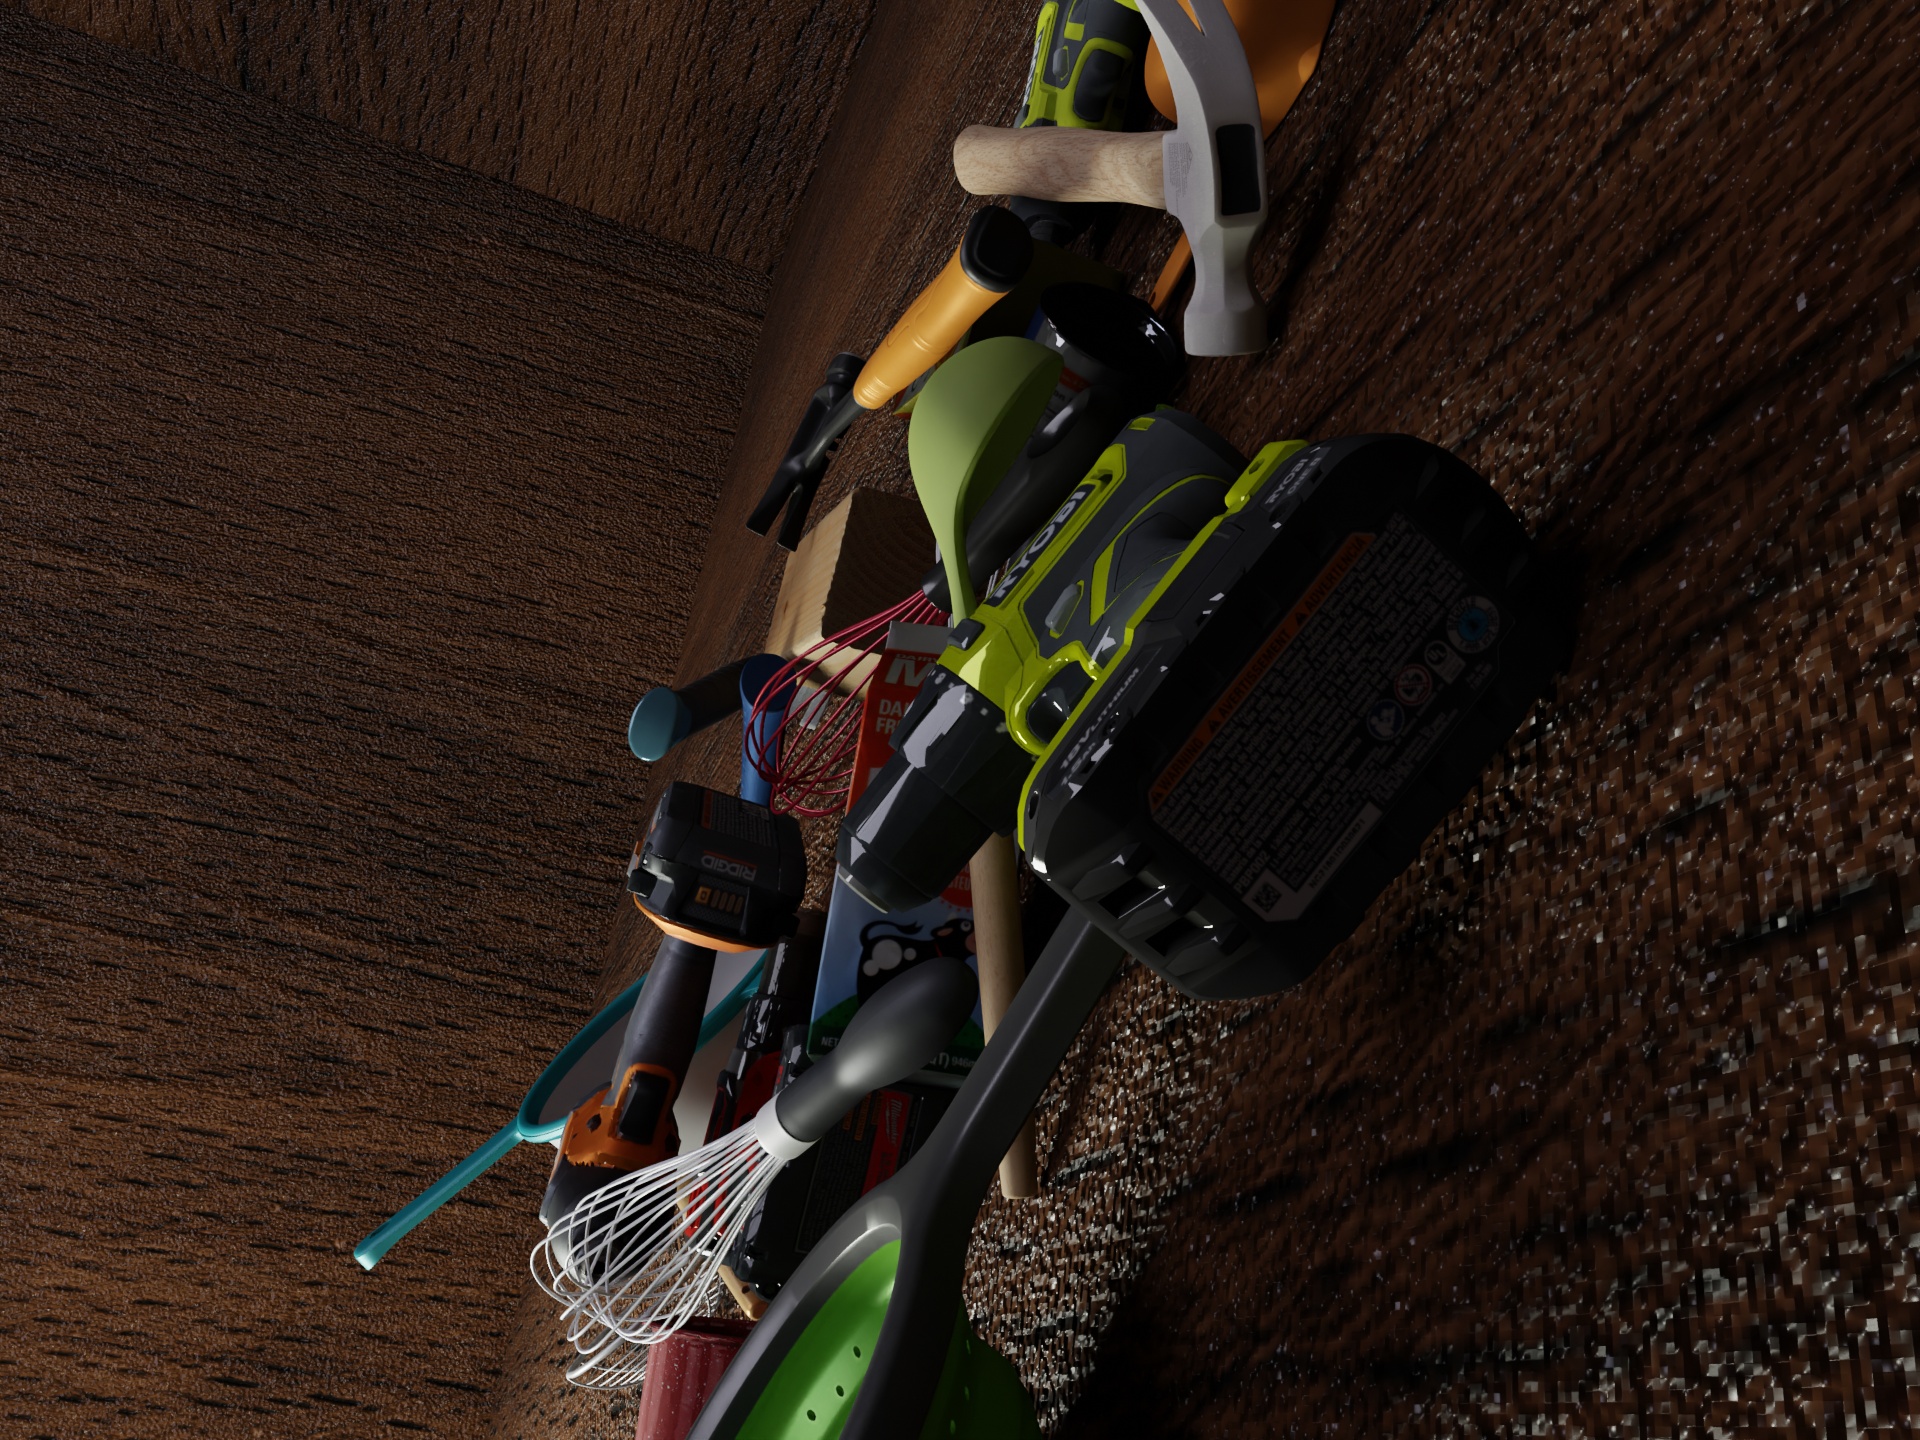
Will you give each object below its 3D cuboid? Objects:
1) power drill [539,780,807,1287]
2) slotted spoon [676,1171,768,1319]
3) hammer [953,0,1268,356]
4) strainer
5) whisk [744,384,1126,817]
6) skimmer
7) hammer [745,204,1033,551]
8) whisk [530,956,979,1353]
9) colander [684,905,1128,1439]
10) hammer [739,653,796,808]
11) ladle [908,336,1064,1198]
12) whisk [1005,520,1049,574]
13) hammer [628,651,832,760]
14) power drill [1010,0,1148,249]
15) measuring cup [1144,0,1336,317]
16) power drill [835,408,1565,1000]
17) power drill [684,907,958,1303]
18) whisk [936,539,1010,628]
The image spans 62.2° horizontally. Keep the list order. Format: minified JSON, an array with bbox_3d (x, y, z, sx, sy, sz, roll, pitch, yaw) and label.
[{"bbox_3d":[-0.145,0.156,0.776,0.164,0.084,0.226,-135,64,-79],"label":"power drill"},{"bbox_3d":[-0.191,0.288,1.035,0.314,0.070,0.031,33,151,55],"label":"slotted spoon"},{"bbox_3d":[0.053,-0.248,0.703,0.332,0.031,0.130,-129,31,-64],"label":"hammer"},{"bbox_3d":[-0.216,0.256,0.997,0.340,0.095,0.211,-38,12,-2],"label":"strainer"},{"bbox_3d":[-0.018,-0.047,0.723,0.295,0.073,0.073,-46,29,39],"label":"whisk"},{"bbox_3d":[-0.217,0.289,1.118,0.127,0.090,0.364,-43,36,26],"label":"skimmer"},{"bbox_3d":[-0.040,-0.178,0.827,0.127,0.034,0.337,-65,15,-13],"label":"hammer"},{"bbox_3d":[-0.082,0.166,0.601,0.284,0.070,0.070,-46,28,34],"label":"whisk"},{"bbox_3d":[0.013,0.181,0.484,0.397,0.094,0.204,-57,5,-8],"label":"colander"},{"bbox_3d":[-0.145,0.077,1.115,0.405,0.035,0.144,107,172,-57],"label":"hammer"},{"bbox_3d":[0.021,0.013,0.594,0.078,0.062,0.320,70,-165,-83],"label":"ladle"},{"bbox_3d":[0.018,-0.016,0.737,0.055,0.055,0.239,155,134,-71],"label":"whisk"},{"bbox_3d":[-0.141,-0.033,1.105,0.331,0.033,0.128,-39,-34,-69],"label":"hammer"},{"bbox_3d":[0.082,-0.349,0.799,0.223,0.080,0.171,135,149,-69],"label":"power drill"},{"bbox_3d":[0.096,-0.253,0.675,0.095,0.052,0.173,-99,31,-59],"label":"measuring cup"},{"bbox_3d":[0.046,-0.004,0.459,0.190,0.080,0.229,-51,15,-2],"label":"power drill"},{"bbox_3d":[-0.073,0.183,0.773,0.226,0.080,0.188,156,129,-70],"label":"power drill"},{"bbox_3d":[-0.001,-0.003,0.792,0.058,0.059,0.246,8,87,59],"label":"whisk"}]
